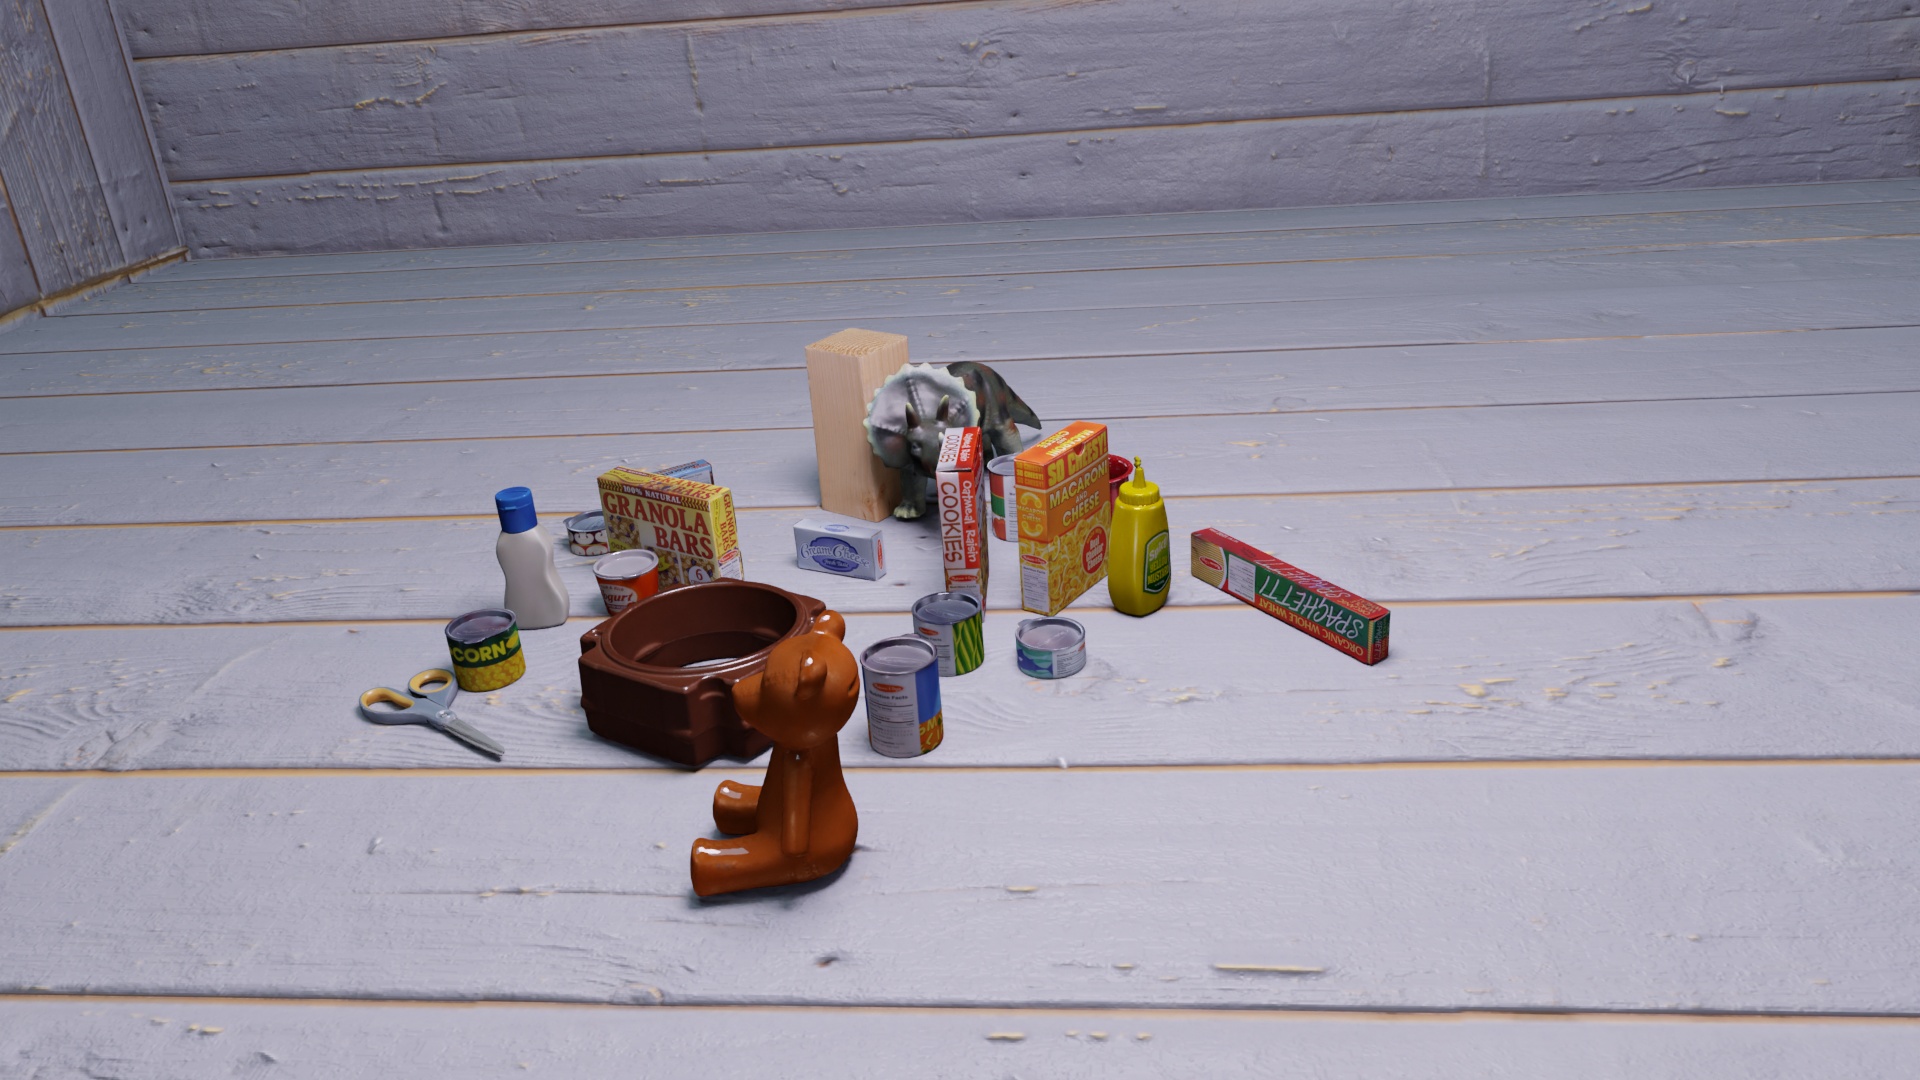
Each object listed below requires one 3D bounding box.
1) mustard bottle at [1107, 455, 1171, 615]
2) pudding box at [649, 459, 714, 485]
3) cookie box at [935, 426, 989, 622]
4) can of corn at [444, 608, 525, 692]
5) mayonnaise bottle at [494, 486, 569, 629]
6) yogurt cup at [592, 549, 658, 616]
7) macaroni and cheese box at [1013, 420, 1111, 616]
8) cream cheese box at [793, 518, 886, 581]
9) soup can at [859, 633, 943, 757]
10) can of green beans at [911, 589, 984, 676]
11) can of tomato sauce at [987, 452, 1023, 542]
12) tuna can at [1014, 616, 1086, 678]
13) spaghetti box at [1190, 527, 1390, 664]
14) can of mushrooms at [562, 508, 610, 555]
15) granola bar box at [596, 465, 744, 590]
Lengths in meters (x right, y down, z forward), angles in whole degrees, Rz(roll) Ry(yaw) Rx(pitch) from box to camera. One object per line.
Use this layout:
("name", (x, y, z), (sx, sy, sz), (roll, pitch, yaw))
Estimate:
("mustard bottle", (0.177, -0.007, 1.372), (0.049, 0.159, 0.065), (17, 31, 39))
("pudding box", (-0.348, -0.066, 1.720), (0.084, 0.049, 0.030), (-19, 28, -29))
("cookie box", (0.005, -0.018, 1.415), (0.040, 0.166, 0.123), (-2, 24, 5))
("can of corn", (-0.460, 0.107, 1.346), (0.071, 0.058, 0.071), (-3, 24, 2))
("mayonnaise bottle", (-0.446, 0.018, 1.431), (0.065, 0.147, 0.041), (-5, 24, -2))
("yogurt cup", (-0.350, 0.047, 1.467), (0.072, 0.053, 0.073), (-3, 24, 2))
("macaroni and cheese box", (0.107, -0.024, 1.413), (0.040, 0.165, 0.124), (13, 29, 34))
("cream cheese box", (-0.132, 0.010, 1.514), (0.104, 0.053, 0.024), (9, 27, 26))
("soup can", (-0.048, 0.133, 1.193), (0.071, 0.083, 0.071), (-3, 24, 2))
("can of green beans", (-0.011, 0.088, 1.316), (0.071, 0.057, 0.071), (-3, 24, 2))
("can of tomato sauce", (0.066, -0.049, 1.577), (0.071, 0.082, 0.071), (-3, 24, 2))
("tuna can", (0.083, 0.100, 1.305), (0.071, 0.032, 0.071), (-3, 24, 2))
("spaghetti box", (0.316, 0.050, 1.357), (0.029, 0.050, 0.250), (-18, 28, -27))
("can of mushrooms", (-0.429, -0.010, 1.629), (0.071, 0.033, 0.071), (-3, 24, 2))
("granola bar box", (-0.310, -0.006, 1.493), (0.165, 0.123, 0.039), (12, 28, 31))
